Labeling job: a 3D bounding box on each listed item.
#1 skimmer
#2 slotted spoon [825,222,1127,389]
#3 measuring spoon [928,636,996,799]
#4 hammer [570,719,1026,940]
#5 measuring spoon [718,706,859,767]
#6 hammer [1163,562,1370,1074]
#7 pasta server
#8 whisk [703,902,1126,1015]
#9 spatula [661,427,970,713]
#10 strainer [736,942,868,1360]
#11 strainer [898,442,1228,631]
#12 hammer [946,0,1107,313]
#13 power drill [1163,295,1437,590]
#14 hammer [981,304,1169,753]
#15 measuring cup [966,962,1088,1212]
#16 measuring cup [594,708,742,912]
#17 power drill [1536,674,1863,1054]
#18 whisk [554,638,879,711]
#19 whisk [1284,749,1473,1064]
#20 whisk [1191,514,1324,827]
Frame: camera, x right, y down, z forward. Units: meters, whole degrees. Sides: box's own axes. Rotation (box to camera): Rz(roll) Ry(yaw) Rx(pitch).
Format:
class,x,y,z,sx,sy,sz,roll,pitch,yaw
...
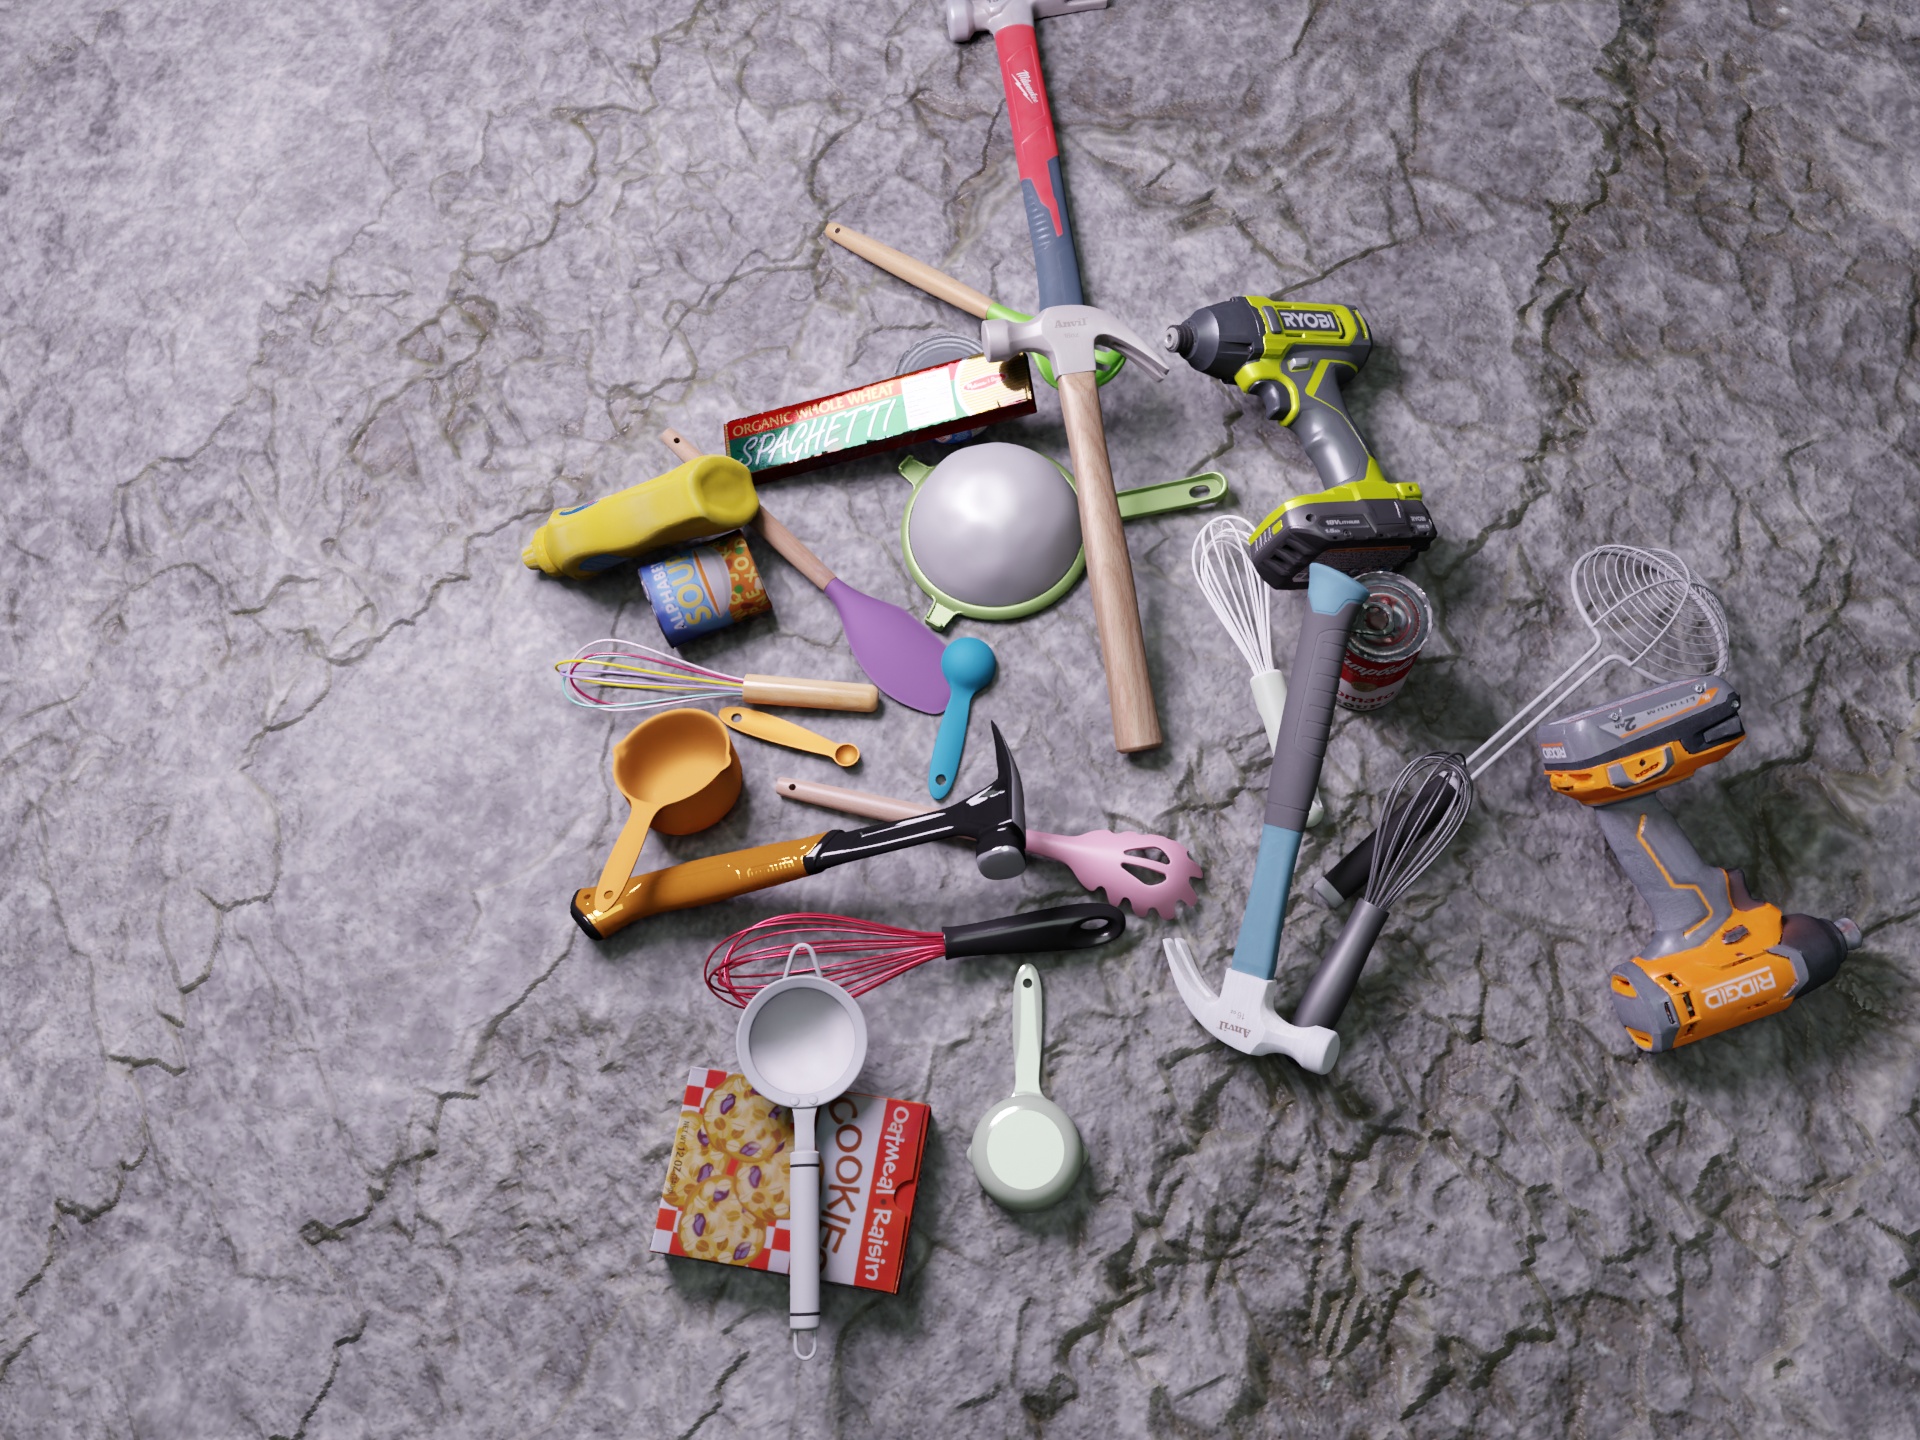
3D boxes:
class,x,y,z,sx,sy,sz,roll,pitch,yaw
skimmer,0.396,0.011,1.139,0.363,0.090,0.127,-41,75,1
slotted spoon,0.007,-0.339,1.276,0.314,0.031,0.070,33,88,26
measuring spoon,-0.002,-0.004,1.178,0.042,0.021,0.129,15,73,-7
hammer,-0.117,0.092,1.118,0.337,0.034,0.127,-15,40,12
measuring spoon,-0.129,0.013,1.194,0.117,0.011,0.021,18,61,14
hammer,0.222,0.059,1.070,0.128,0.033,0.331,12,91,33
pasta server,0.017,0.082,1.148,0.316,0.040,0.060,12,71,13
whisk,-0.030,0.158,1.107,0.296,0.073,0.073,-7,70,-4
spatula,-0.119,-0.119,1.223,0.316,0.018,0.060,43,77,11
strainer,-0.103,0.277,1.034,0.087,0.050,0.259,0,72,-5
strainer,0.078,-0.166,1.208,0.256,0.069,0.152,-11,69,3
hammer,0.082,-0.462,1.333,0.143,0.038,0.387,-8,70,0
power drill,0.251,-0.213,1.184,0.171,0.080,0.223,-5,67,-25
hammer,0.107,-0.141,1.166,0.130,0.031,0.331,-10,87,-6
measuring cup,0.045,0.246,1.076,0.083,0.038,0.168,-1,72,5
measuring cup,-0.214,0.074,1.134,0.095,0.052,0.174,6,55,19
power drill,0.492,0.089,1.055,0.164,0.084,0.226,-18,88,-2
whisk,-0.184,-0.026,1.191,0.245,0.047,0.051,5,44,2
whisk,0.279,0.126,1.073,0.055,0.055,0.239,28,92,14
whisk,0.221,-0.039,1.167,0.059,0.057,0.246,-25,69,32
